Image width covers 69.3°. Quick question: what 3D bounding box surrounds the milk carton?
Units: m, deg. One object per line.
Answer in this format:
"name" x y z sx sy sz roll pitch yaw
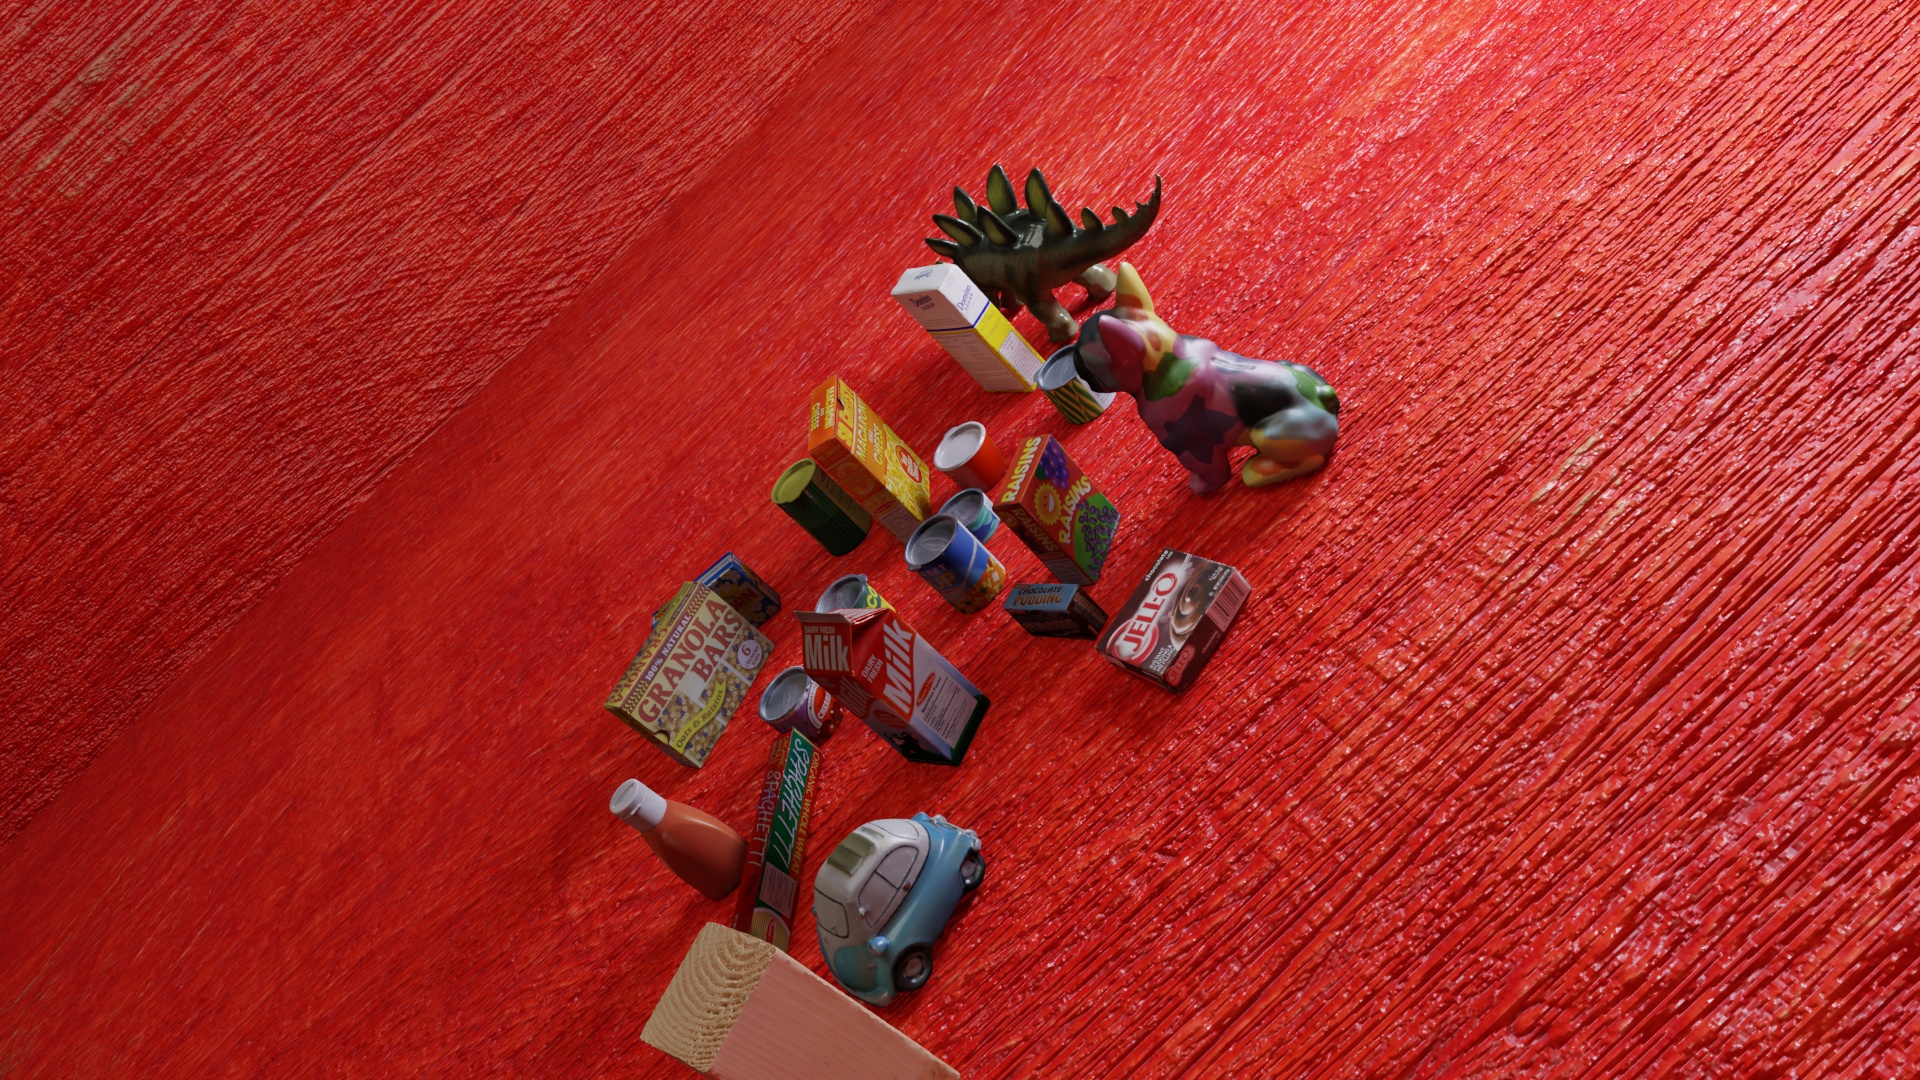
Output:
"milk carton" -0.067 0.119 1.232 0.072 0.190 0.074 -3 50 47

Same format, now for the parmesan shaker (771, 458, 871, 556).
"parmesan shaker" -0.159 -0.035 1.595 0.071 0.103 0.072 -29 35 23

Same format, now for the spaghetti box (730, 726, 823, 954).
"spaghetti box" -0.169 0.287 1.285 0.028 0.050 0.251 -26 36 27

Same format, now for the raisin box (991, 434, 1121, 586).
"raisin box" 0.090 -0.027 1.289 0.040 0.123 0.086 -8 46 44

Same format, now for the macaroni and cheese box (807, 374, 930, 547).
"macaroni and cheese box" -0.097 -0.088 1.529 0.040 0.166 0.124 -32 34 20

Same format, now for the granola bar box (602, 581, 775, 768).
"granola bar box" -0.292 0.146 1.515 0.039 0.124 0.166 -1 51 48

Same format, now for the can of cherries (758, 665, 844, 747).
"can of cherries" -0.158 0.169 1.401 0.071 0.058 0.072 -29 35 23

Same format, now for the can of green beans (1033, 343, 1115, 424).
"can of green beans" 0.124 -0.166 1.474 0.071 0.057 0.071 -29 35 23

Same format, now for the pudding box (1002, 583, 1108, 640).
"pudding box" 0.085 0.063 1.259 0.083 0.049 0.030 0 52 48

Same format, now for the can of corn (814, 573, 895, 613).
"can of corn" -0.107 0.077 1.450 0.071 0.058 0.071 -29 35 23

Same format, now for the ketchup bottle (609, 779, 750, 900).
"ketchup bottle" -0.264 0.278 1.307 0.065 0.148 0.043 -48 32 -6

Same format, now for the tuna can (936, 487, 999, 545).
"tuna can" 0.005 -0.018 1.459 0.071 0.032 0.071 -29 35 23

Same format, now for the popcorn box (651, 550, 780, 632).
"popcorn box" -0.284 0.083 1.616 0.126 0.085 0.038 -39 32 9

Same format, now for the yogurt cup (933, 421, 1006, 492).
"yogurt cup" 0.013 -0.087 1.510 0.072 0.054 0.073 -29 35 23

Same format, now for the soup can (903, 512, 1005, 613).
"soup can" -0.007 0.025 1.374 0.071 0.083 0.072 -29 35 23
